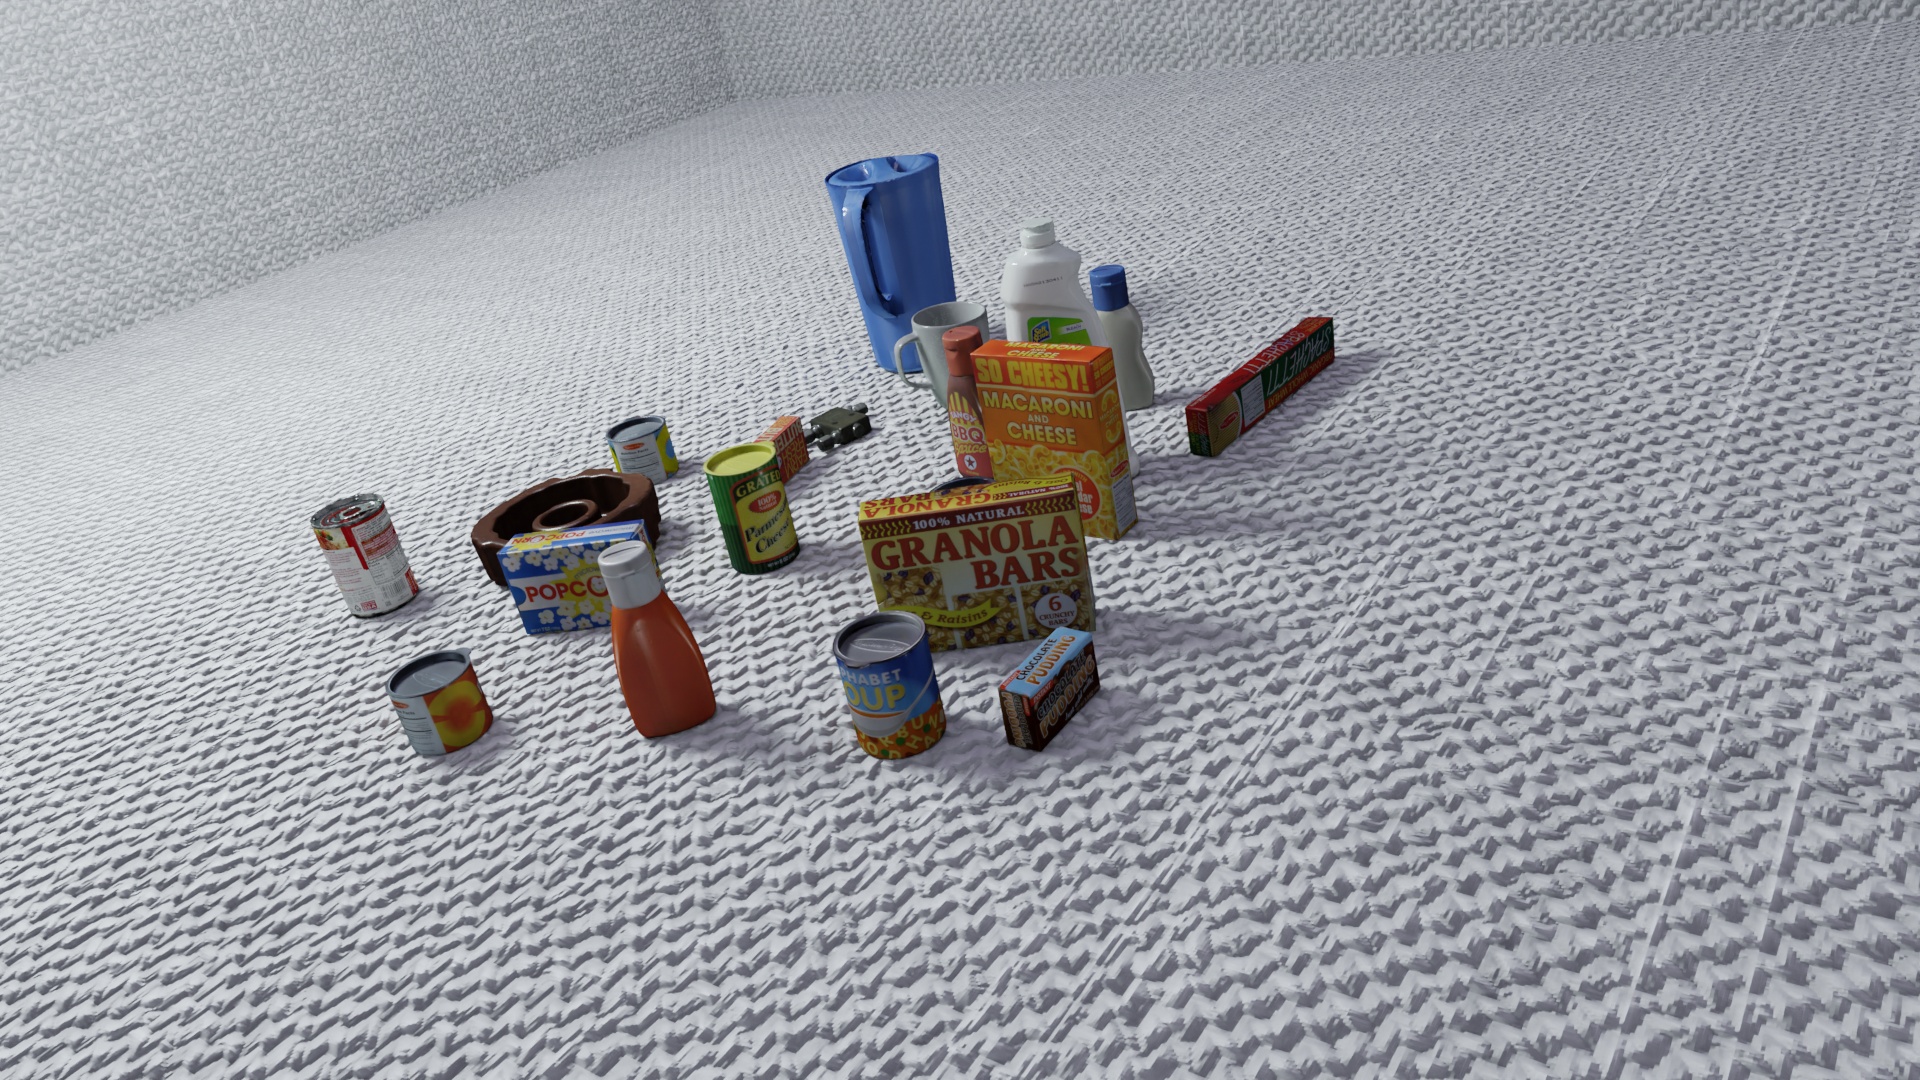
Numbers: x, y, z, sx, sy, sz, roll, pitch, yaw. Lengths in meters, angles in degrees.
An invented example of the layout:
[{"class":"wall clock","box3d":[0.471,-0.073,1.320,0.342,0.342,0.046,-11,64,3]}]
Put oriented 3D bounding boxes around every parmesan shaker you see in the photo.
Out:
[{"class":"parmesan shaker","box3d":[-0.186,-0.030,1.264,0.071,0.102,0.071,-9,27,5]}]

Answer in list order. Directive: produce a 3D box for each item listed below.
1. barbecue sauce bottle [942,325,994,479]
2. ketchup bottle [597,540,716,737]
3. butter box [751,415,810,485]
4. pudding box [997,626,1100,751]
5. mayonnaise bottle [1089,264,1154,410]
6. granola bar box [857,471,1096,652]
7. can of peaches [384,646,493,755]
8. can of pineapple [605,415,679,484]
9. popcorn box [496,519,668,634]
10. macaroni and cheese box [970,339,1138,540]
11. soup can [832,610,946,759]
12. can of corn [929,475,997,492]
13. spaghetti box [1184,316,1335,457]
[{"class":"barbecue sauce bottle","box3d":[0.014,-0.130,1.329,0.065,0.148,0.044,16,38,43]},{"class":"ketchup bottle","box3d":[-0.230,0.073,1.032,0.065,0.148,0.044,-17,27,-10]},{"class":"butter box","box3d":[-0.191,-0.084,1.426,0.024,0.053,0.104,1,29,23]},{"class":"pudding box","box3d":[0.062,0.102,0.969,0.030,0.049,0.084,9,34,36]},{"class":"mayonnaise bottle","box3d":[0.160,-0.206,1.419,0.065,0.147,0.041,-4,27,14]},{"class":"granola bar box","box3d":[0.015,0.020,1.065,0.165,0.123,0.039,-8,27,6]},{"class":"can of peaches","box3d":[-0.409,0.127,1.099,0.071,0.057,0.071,-9,27,5]},{"class":"can of pineapple","box3d":[-0.344,-0.097,1.507,0.071,0.057,0.071,-9,27,5]},{"class":"popcorn box","box3d":[-0.329,0.033,1.219,0.127,0.085,0.038,-6,27,10]},{"class":"macaroni and cheese box","box3d":[0.082,-0.089,1.202,0.124,0.165,0.040,9,33,35]},{"class":"soup can","box3d":[-0.050,0.103,0.975,0.071,0.083,0.072,-9,27,5]},{"class":"can of corn","box3d":[0.004,-0.015,1.210,0.071,0.058,0.071,-9,27,5]},{"class":"spaghetti box","box3d":[0.301,-0.156,1.375,0.029,0.050,0.251,13,36,39]}]
